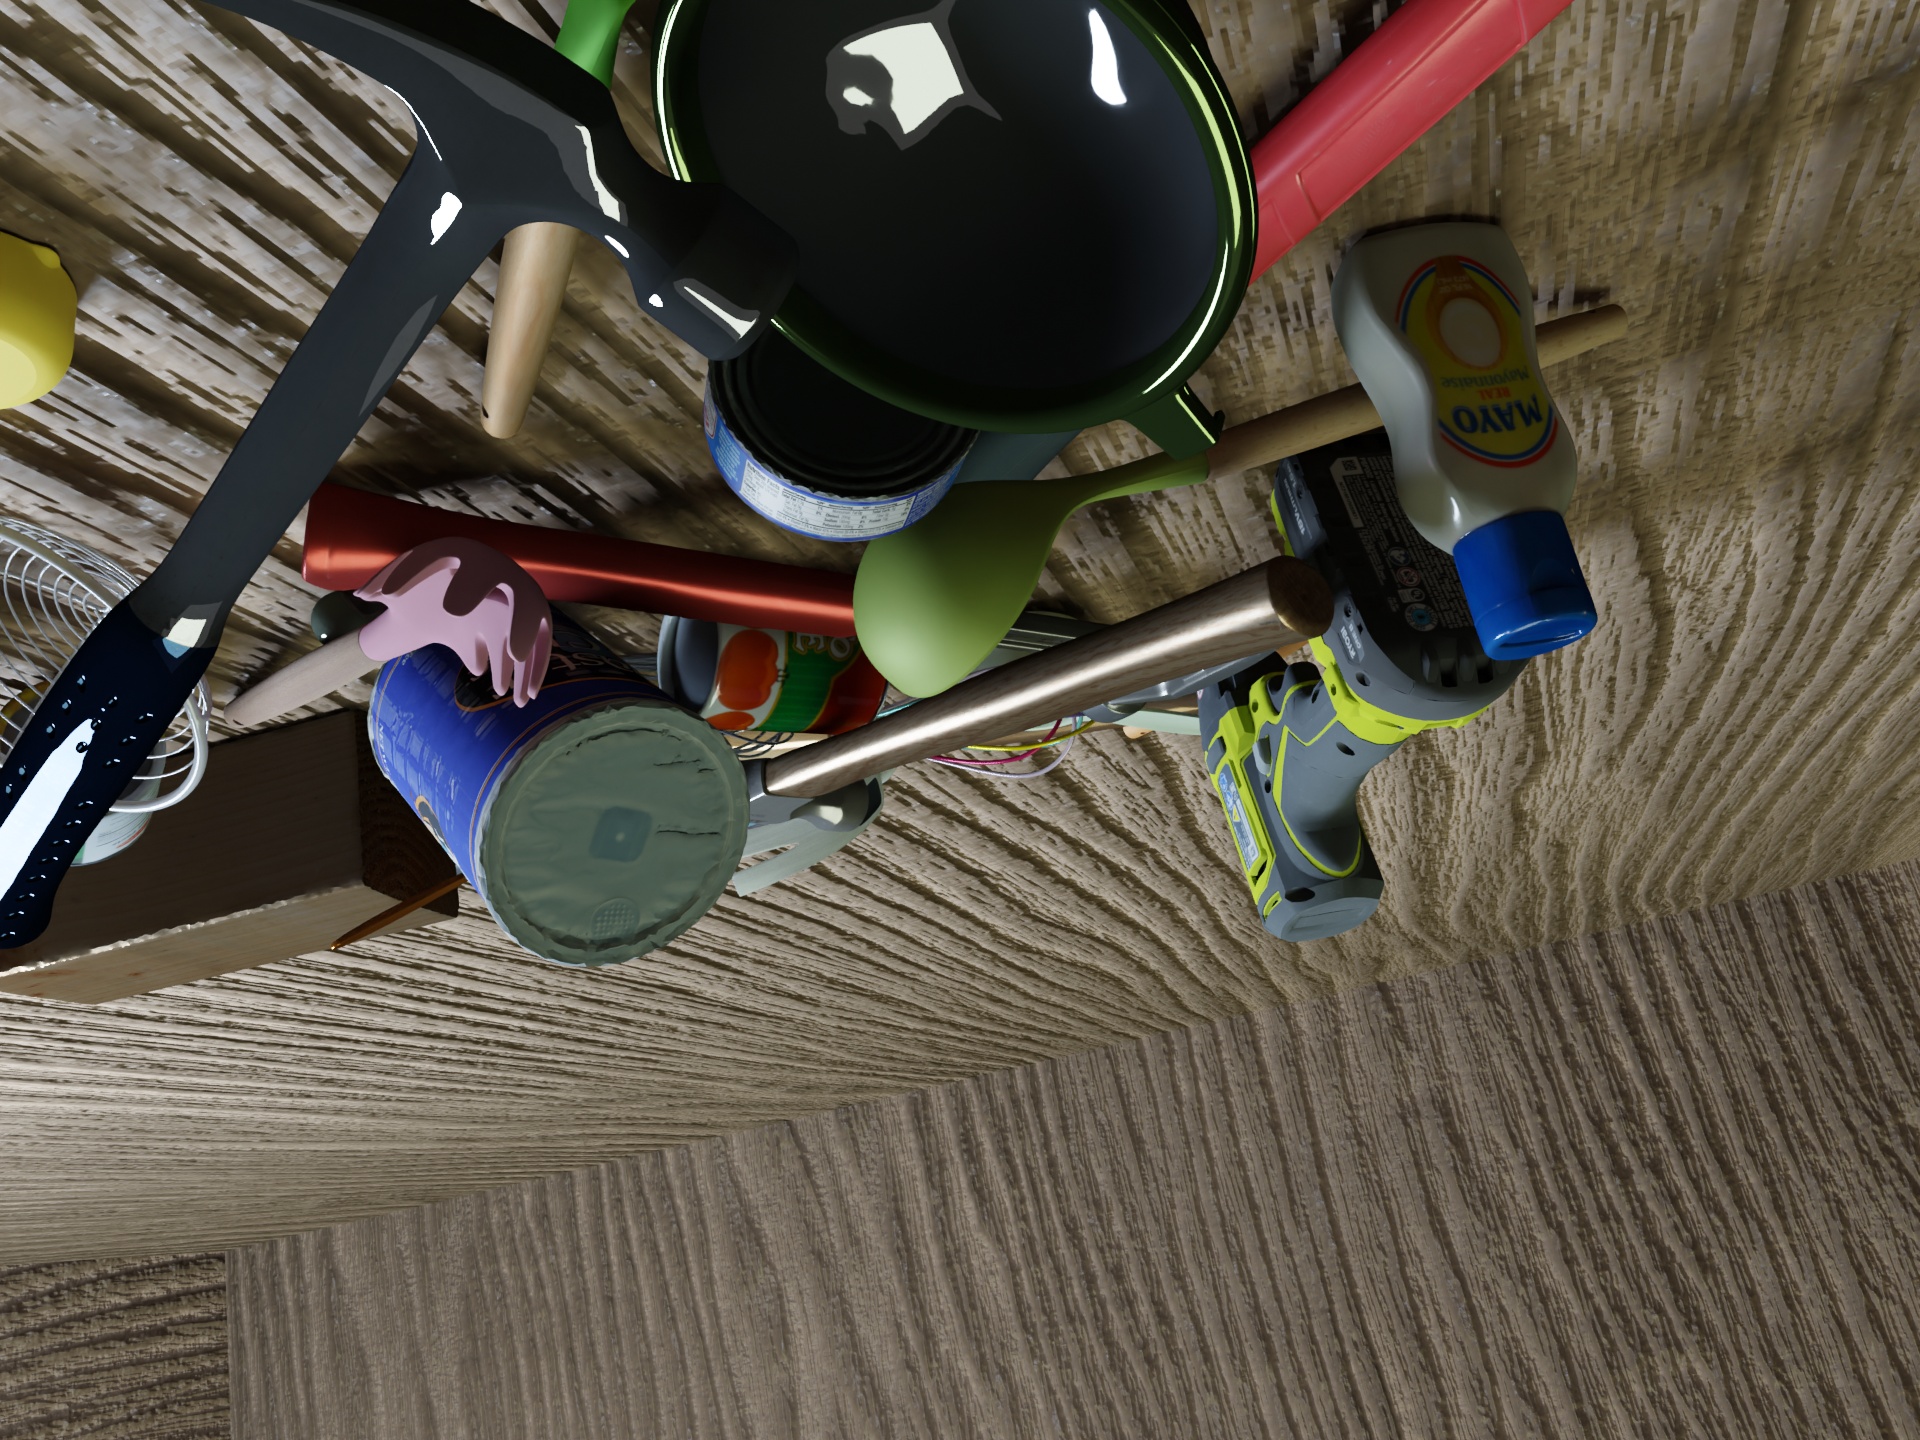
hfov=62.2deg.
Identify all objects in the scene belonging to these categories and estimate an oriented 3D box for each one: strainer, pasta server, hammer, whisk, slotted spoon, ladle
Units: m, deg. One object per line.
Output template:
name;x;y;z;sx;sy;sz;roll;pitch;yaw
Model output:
strainer;0.006;-0.177;0.345;0.151;0.069;0.256;18;146;12
pasta server;-0.230;-0.019;0.592;0.060;0.040;0.316;39;150;-28
hammer;0.065;-0.147;0.494;0.143;0.038;0.386;3;156;-33
whisk;-0.169;-0.023;0.713;0.246;0.058;0.059;13;115;-44
whisk;-0.044;0.005;0.790;0.245;0.047;0.051;-5;144;30
slotted spoon;-0.098;-0.143;0.396;0.031;0.070;0.313;-21;172;-26
hammer;-0.057;-0.049;0.608;0.359;0.037;0.149;7;163;-21
hammer;-0.202;0.061;0.861;0.331;0.033;0.128;-8;-159;15
hammer;-0.220;-0.038;0.442;0.144;0.035;0.405;33;130;-26
hammer;-0.001;-0.002;0.629;0.130;0.031;0.331;7;162;-42
ladle;0.109;-0.088;0.565;0.320;0.062;0.078;-21;-158;-16

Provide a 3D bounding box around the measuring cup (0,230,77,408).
measuring cup;-0.283;-0.119;0.383;0.062;0.029;0.156;-15;162;10

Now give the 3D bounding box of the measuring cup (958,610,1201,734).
measuring cup;0.074;-0.020;0.828;0.167;0.038;0.083;9;152;-30

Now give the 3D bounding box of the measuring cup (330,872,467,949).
measuring cup;-0.234;0.046;0.746;0.095;0.052;0.173;-36;179;43

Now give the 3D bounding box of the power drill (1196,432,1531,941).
power drill;0.165;-0.021;0.727;0.080;0.171;0.223;-7;149;-12

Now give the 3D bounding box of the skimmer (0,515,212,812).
skimmer;-0.404;-0.038;0.454;0.127;0.090;0.363;-25;156;35

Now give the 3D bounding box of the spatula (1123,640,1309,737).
spatula;0.173;-0.053;0.849;0.081;0.041;0.322;0;162;-27

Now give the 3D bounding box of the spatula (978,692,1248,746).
spatula;0.033;0.015;0.898;0.317;0.044;0.082;-10;158;16
